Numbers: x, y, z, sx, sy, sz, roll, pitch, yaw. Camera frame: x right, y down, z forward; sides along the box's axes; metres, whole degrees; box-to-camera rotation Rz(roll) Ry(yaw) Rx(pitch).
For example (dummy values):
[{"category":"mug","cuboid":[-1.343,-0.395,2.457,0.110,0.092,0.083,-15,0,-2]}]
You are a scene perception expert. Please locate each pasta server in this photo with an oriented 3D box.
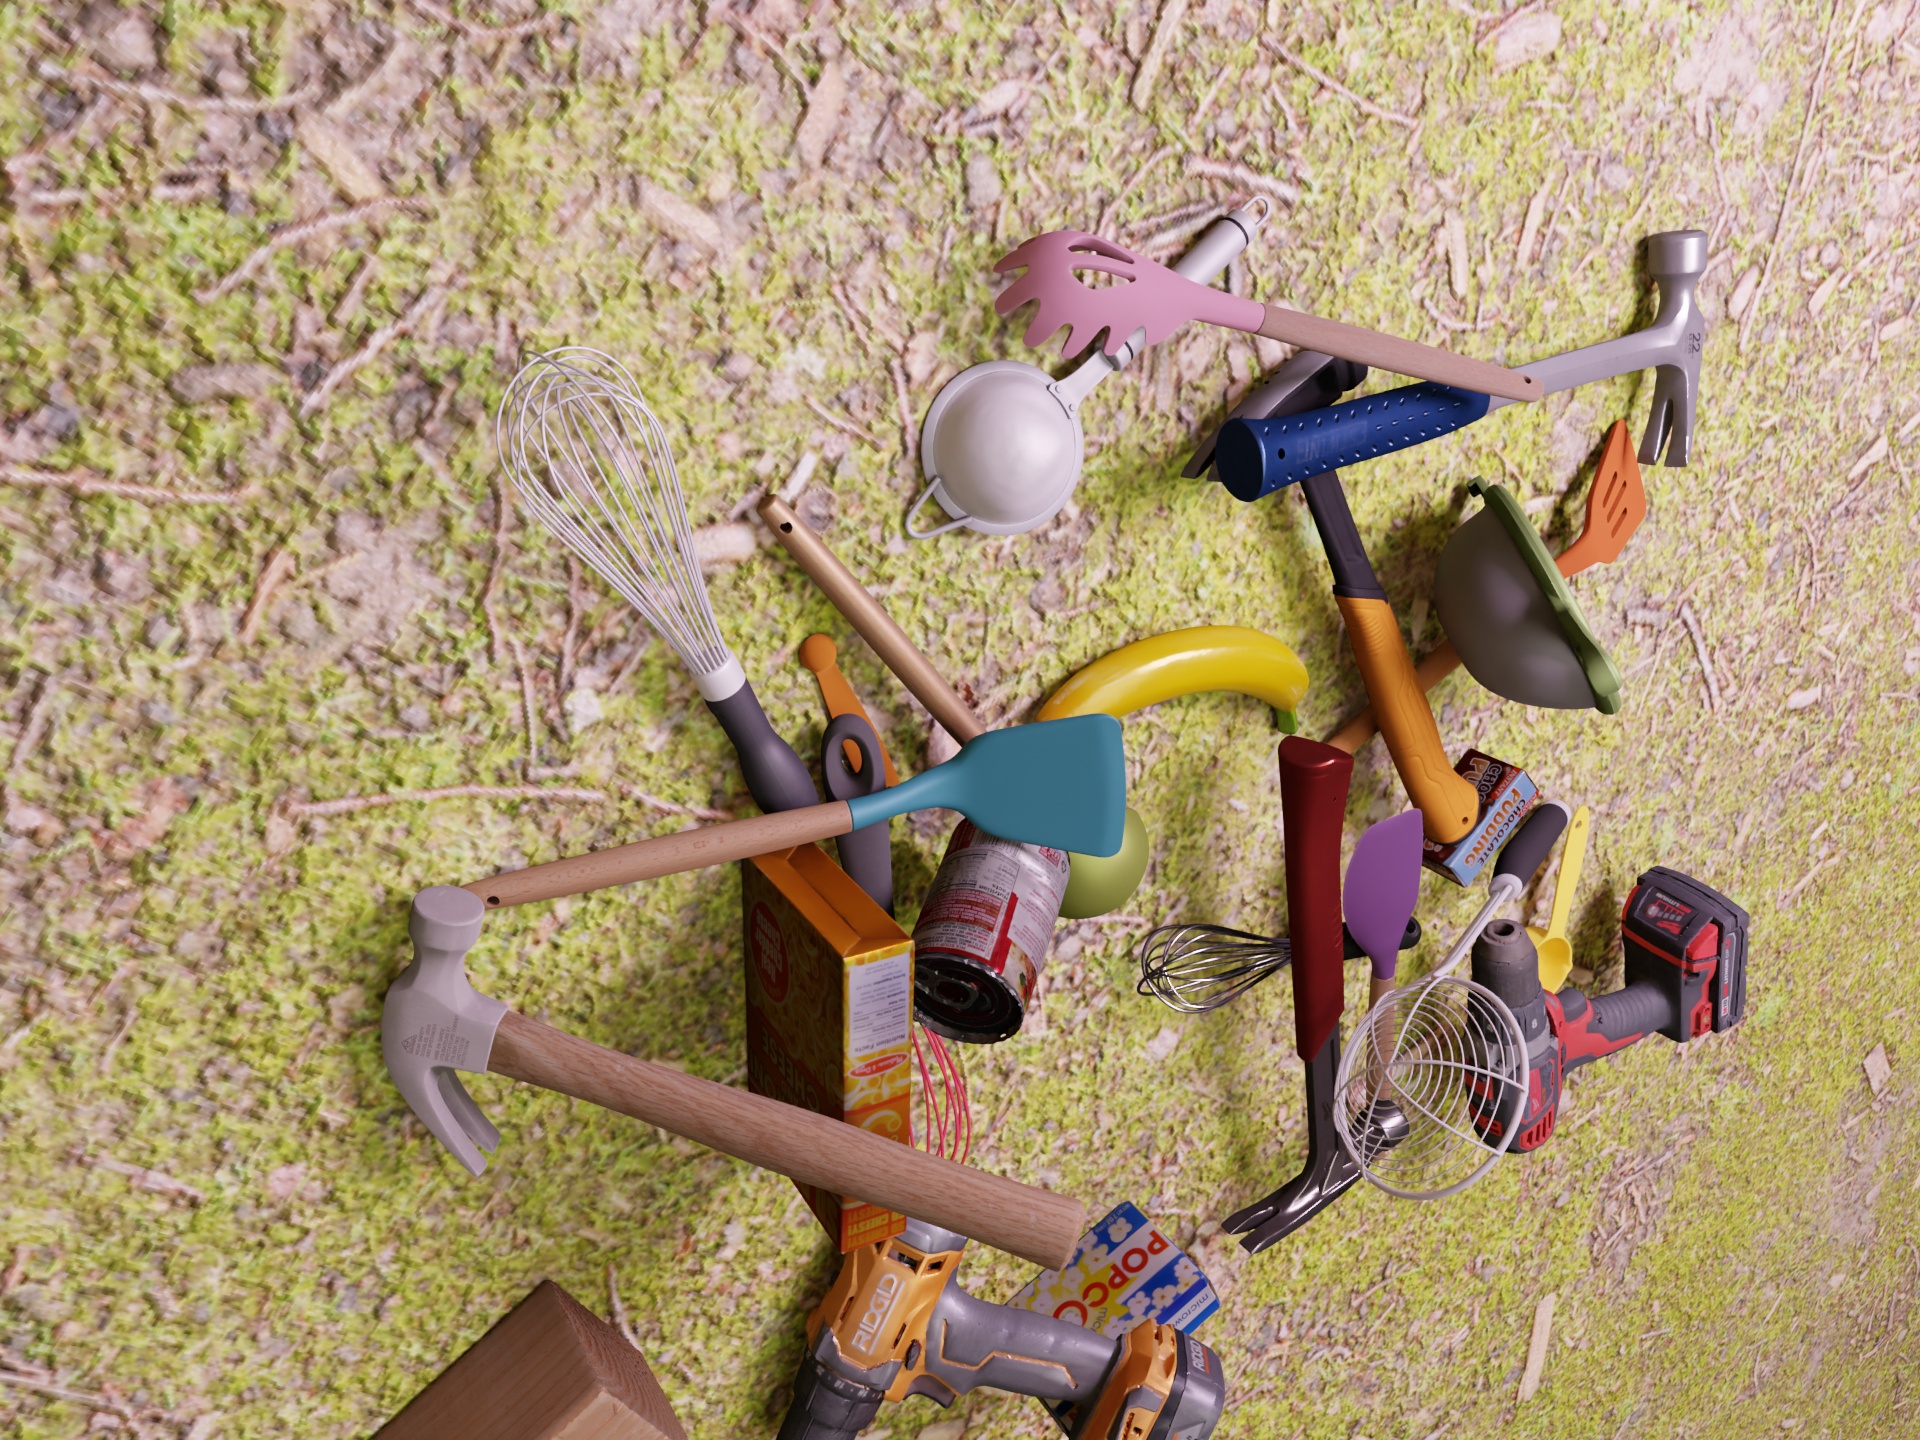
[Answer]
[{"category":"pasta server","cuboid":[0.166,-0.192,0.797,0.316,0.040,0.060,7,69,-25]}]

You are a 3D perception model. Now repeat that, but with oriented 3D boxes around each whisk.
[{"category":"whisk","cuboid":[0.210,0.148,1.021,0.246,0.058,0.059,-3,145,-35]},{"category":"whisk","cuboid":[-0.125,-0.045,0.720,0.070,0.070,0.284,-36,130,-15]},{"category":"whisk","cuboid":[-0.041,0.133,0.843,0.073,0.073,0.295,-18,114,-25]}]

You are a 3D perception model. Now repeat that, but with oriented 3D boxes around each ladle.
[{"category":"ladle","cuboid":[-0.001,-0.003,0.828,0.078,0.062,0.319,-37,119,7]}]

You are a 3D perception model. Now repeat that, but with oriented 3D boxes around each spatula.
[{"category":"spatula","cuboid":[0.335,-0.067,1.020,0.322,0.041,0.081,-38,125,-8]},{"category":"spatula","cuboid":[-0.076,0.055,0.758,0.317,0.044,0.082,-12,120,-14]},{"category":"spatula","cuboid":[0.278,0.187,1.057,0.060,0.018,0.315,-21,127,-15]}]

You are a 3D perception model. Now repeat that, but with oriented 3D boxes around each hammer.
[{"category":"hammer","cuboid":[-0.105,0.186,0.728,0.331,0.031,0.130,19,113,0]},{"category":"hammer","cuboid":[0.213,0.168,0.976,0.149,0.037,0.358,-27,126,-24]},{"category":"hammer","cuboid":[0.237,-0.050,0.932,0.127,0.034,0.336,-42,122,-20]},{"category":"hammer","cuboid":[0.303,-0.181,0.906,0.405,0.035,0.144,-20,112,-32]}]

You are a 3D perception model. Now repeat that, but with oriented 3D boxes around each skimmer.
[{"category":"skimmer","cuboid":[0.337,0.157,0.999,0.363,0.127,0.090,-33,93,-48]}]

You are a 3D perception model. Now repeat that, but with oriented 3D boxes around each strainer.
[{"category":"strainer","cuboid":[0.071,-0.181,0.796,0.258,0.050,0.086,-46,112,-12]},{"category":"strainer","cuboid":[0.312,-0.044,0.887,0.069,0.256,0.151,-28,99,17]}]

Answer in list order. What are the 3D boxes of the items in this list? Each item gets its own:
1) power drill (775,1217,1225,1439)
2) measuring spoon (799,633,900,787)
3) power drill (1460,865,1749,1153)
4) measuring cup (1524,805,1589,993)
[{"category":"power drill","cuboid":[0.014,0.393,0.915,0.226,0.084,0.185,26,94,4]},{"category":"measuring spoon","cuboid":[-0.052,0.005,0.810,0.021,0.011,0.116,-34,124,-16]},{"category":"power drill","cuboid":[0.450,0.187,1.132,0.226,0.080,0.187,-24,121,-18]},{"category":"measuring cup","cuboid":[0.427,0.132,1.159,0.062,0.029,0.156,-2,108,-32]}]
